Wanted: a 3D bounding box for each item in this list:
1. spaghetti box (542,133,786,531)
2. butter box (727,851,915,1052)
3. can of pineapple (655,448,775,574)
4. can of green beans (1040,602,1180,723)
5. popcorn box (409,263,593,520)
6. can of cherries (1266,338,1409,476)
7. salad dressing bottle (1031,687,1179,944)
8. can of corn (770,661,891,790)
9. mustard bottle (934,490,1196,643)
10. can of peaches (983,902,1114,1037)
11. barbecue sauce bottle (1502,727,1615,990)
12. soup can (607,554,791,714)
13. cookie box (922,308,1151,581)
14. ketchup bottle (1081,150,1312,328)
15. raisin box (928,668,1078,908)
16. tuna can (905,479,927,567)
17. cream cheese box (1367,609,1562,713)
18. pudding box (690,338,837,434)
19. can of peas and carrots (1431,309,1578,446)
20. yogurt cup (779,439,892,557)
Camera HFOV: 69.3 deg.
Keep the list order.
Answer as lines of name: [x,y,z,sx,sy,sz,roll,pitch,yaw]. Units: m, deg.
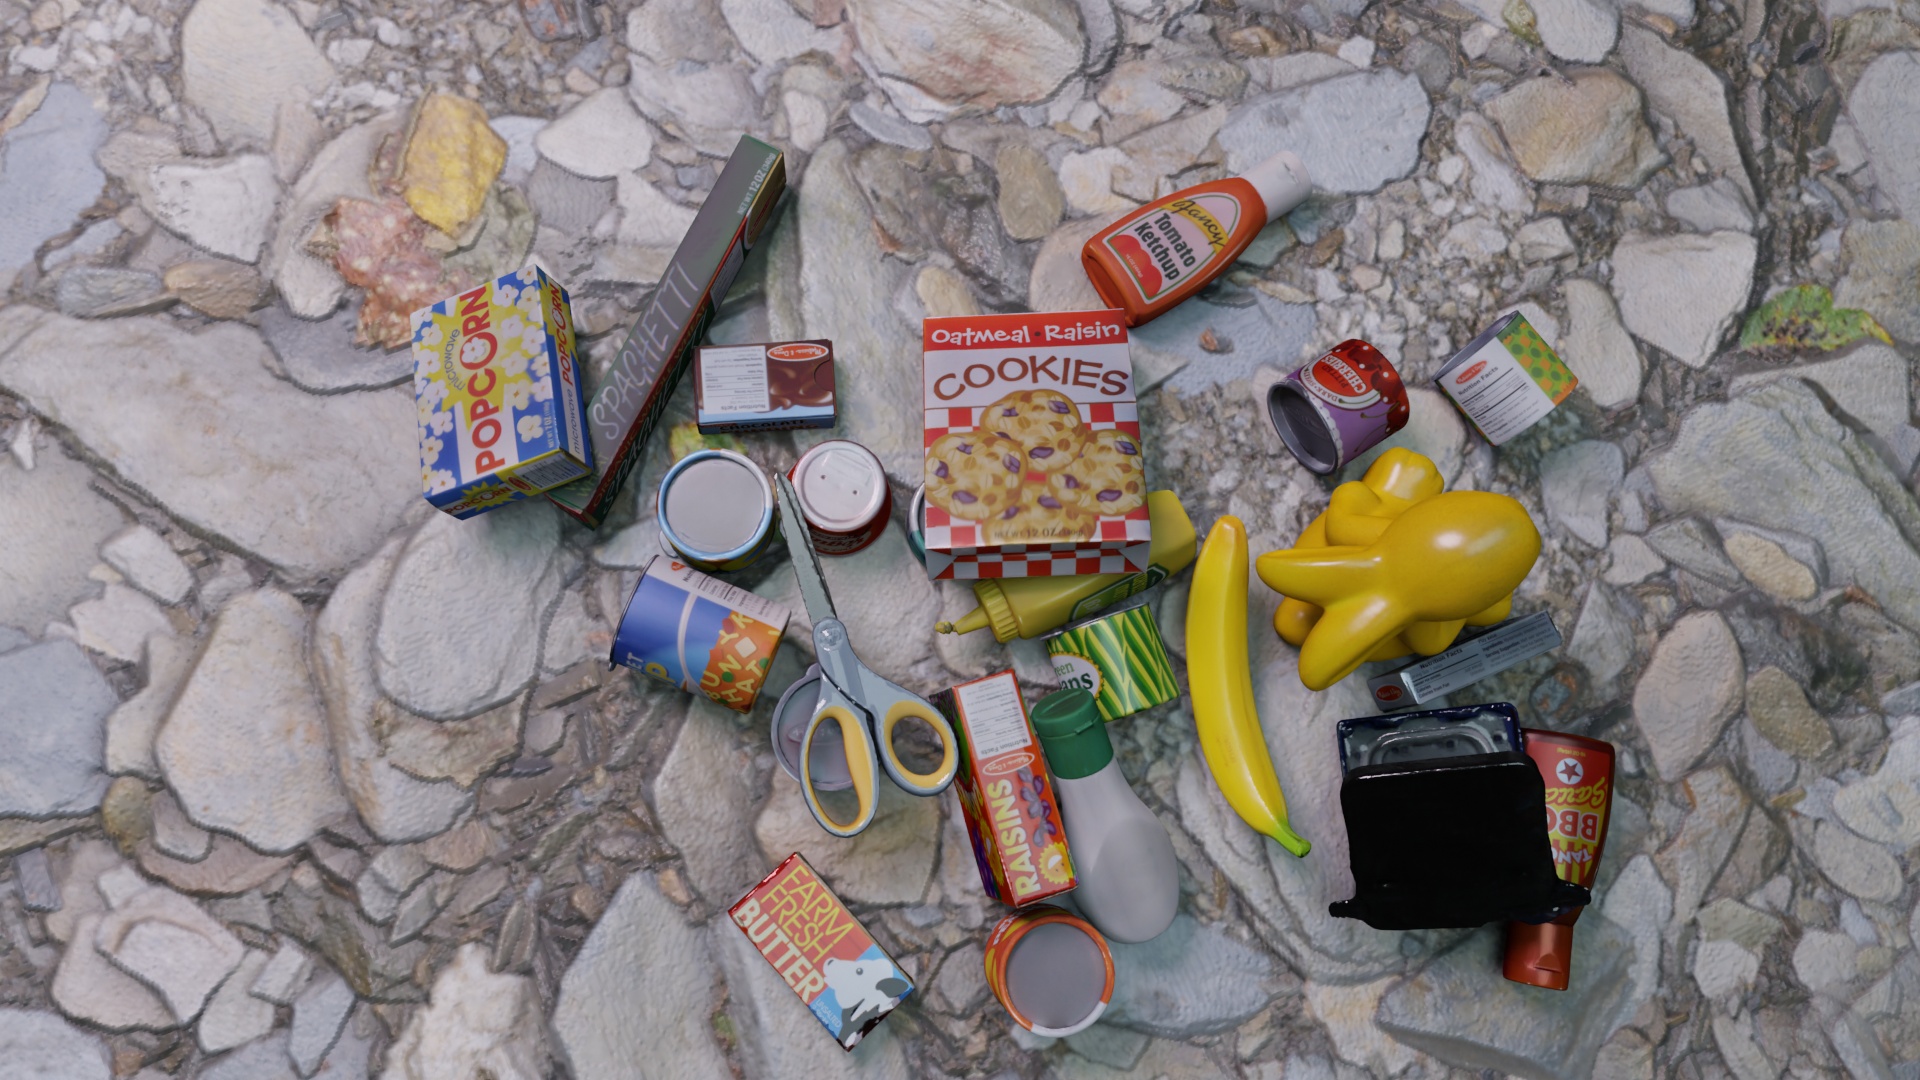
spaghetti box: [-0.172,-0.124,0.823,0.029,0.050,0.250,26,79,0]
butter box: [-0.079,0.231,0.786,0.053,0.024,0.103,-42,88,-12]
can of pineapple: [-0.142,-0.015,0.803,0.071,0.057,0.071,1,81,-6]
can of green beans: [0.088,0.073,0.811,0.071,0.071,0.058,-17,84,-9]
popcorn box: [-0.260,-0.084,0.783,0.085,0.038,0.127,-19,65,10]
can of cherries: [0.232,-0.084,0.852,0.058,0.071,0.071,-31,85,-11]
salad dressing bottle: [0.080,0.154,0.779,0.064,0.044,0.147,-27,109,-20]
can of corn: [-0.074,0.106,0.790,0.071,0.058,0.071,1,81,-6]
mustard bottle: [0.060,0.024,0.819,0.160,0.065,0.049,-25,70,-5]
can of peaches: [0.048,0.239,0.782,0.071,0.058,0.071,1,81,-6]
barbecue sauce bottle: [0.352,0.190,0.832,0.065,0.043,0.148,10,80,2]
soup can: [-0.147,0.056,0.787,0.084,0.071,0.071,23,79,-3]
cookie box: [0.041,-0.058,0.804,0.123,0.040,0.168,-2,57,1]
ketchup bottle: [0.152,-0.195,0.876,0.149,0.043,0.065,-32,85,-11]
raisin box: [0.023,0.139,0.782,0.040,0.086,0.123,-14,82,-13]
tuna can: [0.003,-0.010,0.832,0.071,0.032,0.071,1,80,-6]
cream cheese box: [0.305,0.074,0.842,0.104,0.053,0.024,-21,82,-10]
pudding box: [-0.117,-0.091,0.834,0.084,0.030,0.050,-4,80,-7]
can of peas and carrots: [0.342,-0.102,0.871,0.071,0.071,0.059,-40,87,-11]
yogurt cup: [-0.072,-0.027,0.816,0.072,0.054,0.072,1,80,-7]
